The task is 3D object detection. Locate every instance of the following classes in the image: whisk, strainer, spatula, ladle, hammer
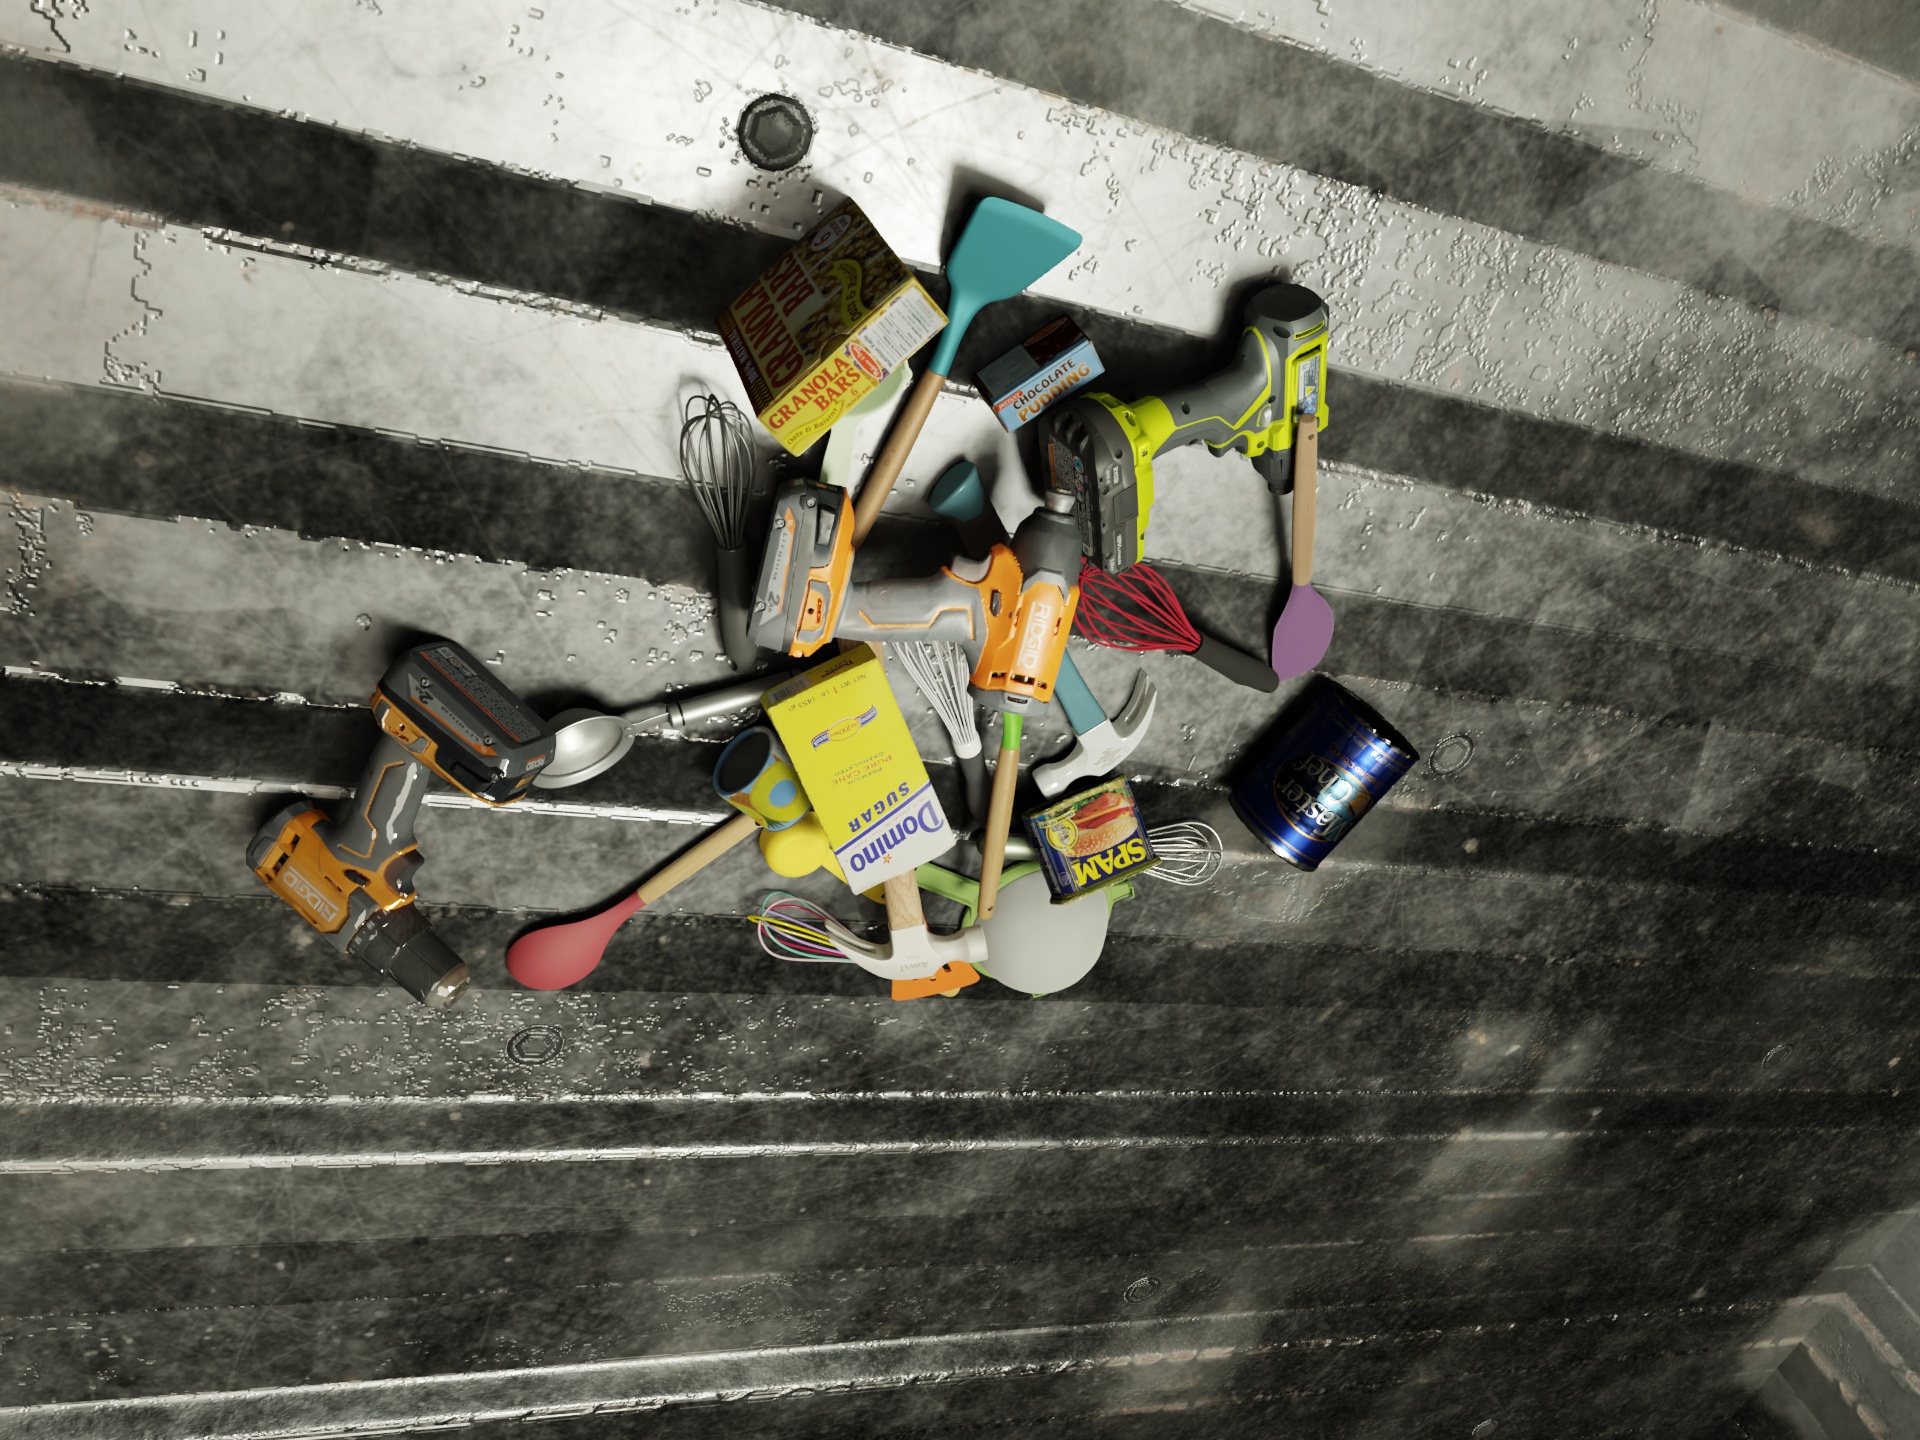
[{"bbox_3d":[0.129,0.116,1.436,0.246,0.058,0.059,5,88,-21],"label":"whisk"},{"bbox_3d":[-0.225,-0.002,1.207,0.258,0.050,0.086,-17,153,-17],"label":"strainer"},{"bbox_3d":[0.177,-0.069,1.288,0.295,0.073,0.073,22,115,-46],"label":"whisk"},{"bbox_3d":[0.278,-0.131,1.285,0.060,0.018,0.315,-23,144,-6],"label":"spatula"},{"bbox_3d":[-0.240,0.130,1.308,0.315,0.031,0.069,-35,129,4],"label":"ladle"},{"bbox_3d":[-0.053,0.115,1.345,0.081,0.041,0.322,-14,117,0],"label":"spatula"},{"bbox_3d":[0.041,0.182,1.428,0.256,0.069,0.151,26,112,-36],"label":"strainer"},{"bbox_3d":[-0.091,0.206,1.418,0.047,0.051,0.244,-33,138,32],"label":"whisk"},{"bbox_3d":[-0.026,-0.220,1.123,0.082,0.044,0.317,12,120,-33],"label":"spatula"},{"bbox_3d":[-0.167,-0.127,1.136,0.055,0.055,0.238,-12,133,-14],"label":"whisk"},{"bbox_3d":[-0.001,-0.004,1.285,0.070,0.070,0.284,-22,134,-5],"label":"whisk"},{"bbox_3d":[0.060,-0.072,1.273,0.128,0.033,0.330,-30,130,3],"label":"hammer"},{"bbox_3d":[-0.062,0.066,1.281,0.130,0.031,0.331,-11,115,-6],"label":"hammer"}]

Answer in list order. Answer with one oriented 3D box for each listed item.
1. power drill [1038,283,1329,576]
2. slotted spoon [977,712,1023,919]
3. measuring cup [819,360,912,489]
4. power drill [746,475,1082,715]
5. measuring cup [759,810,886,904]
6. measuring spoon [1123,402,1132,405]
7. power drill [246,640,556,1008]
[{"bbox_3d":[0.174,-0.204,1.175,0.223,0.080,0.171,-28,139,-17],"label":"power drill"},{"bbox_3d":[0.036,0.041,1.301,0.070,0.031,0.313,-14,129,-28],"label":"slotted spoon"},{"bbox_3d":[-0.085,-0.217,1.113,0.083,0.038,0.167,-4,142,-17],"label":"measuring cup"},{"bbox_3d":[-0.026,-0.104,1.127,0.226,0.084,0.164,12,104,-11],"label":"power drill"},{"bbox_3d":[-0.105,0.129,1.356,0.062,0.029,0.156,-44,127,13],"label":"measuring cup"},{"bbox_3d":[0.124,-0.193,1.224,0.042,0.021,0.128,-25,140,-15],"label":"measuring spoon"},{"bbox_3d":[-0.382,0.081,1.130,0.185,0.084,0.226,42,106,4],"label":"power drill"}]
